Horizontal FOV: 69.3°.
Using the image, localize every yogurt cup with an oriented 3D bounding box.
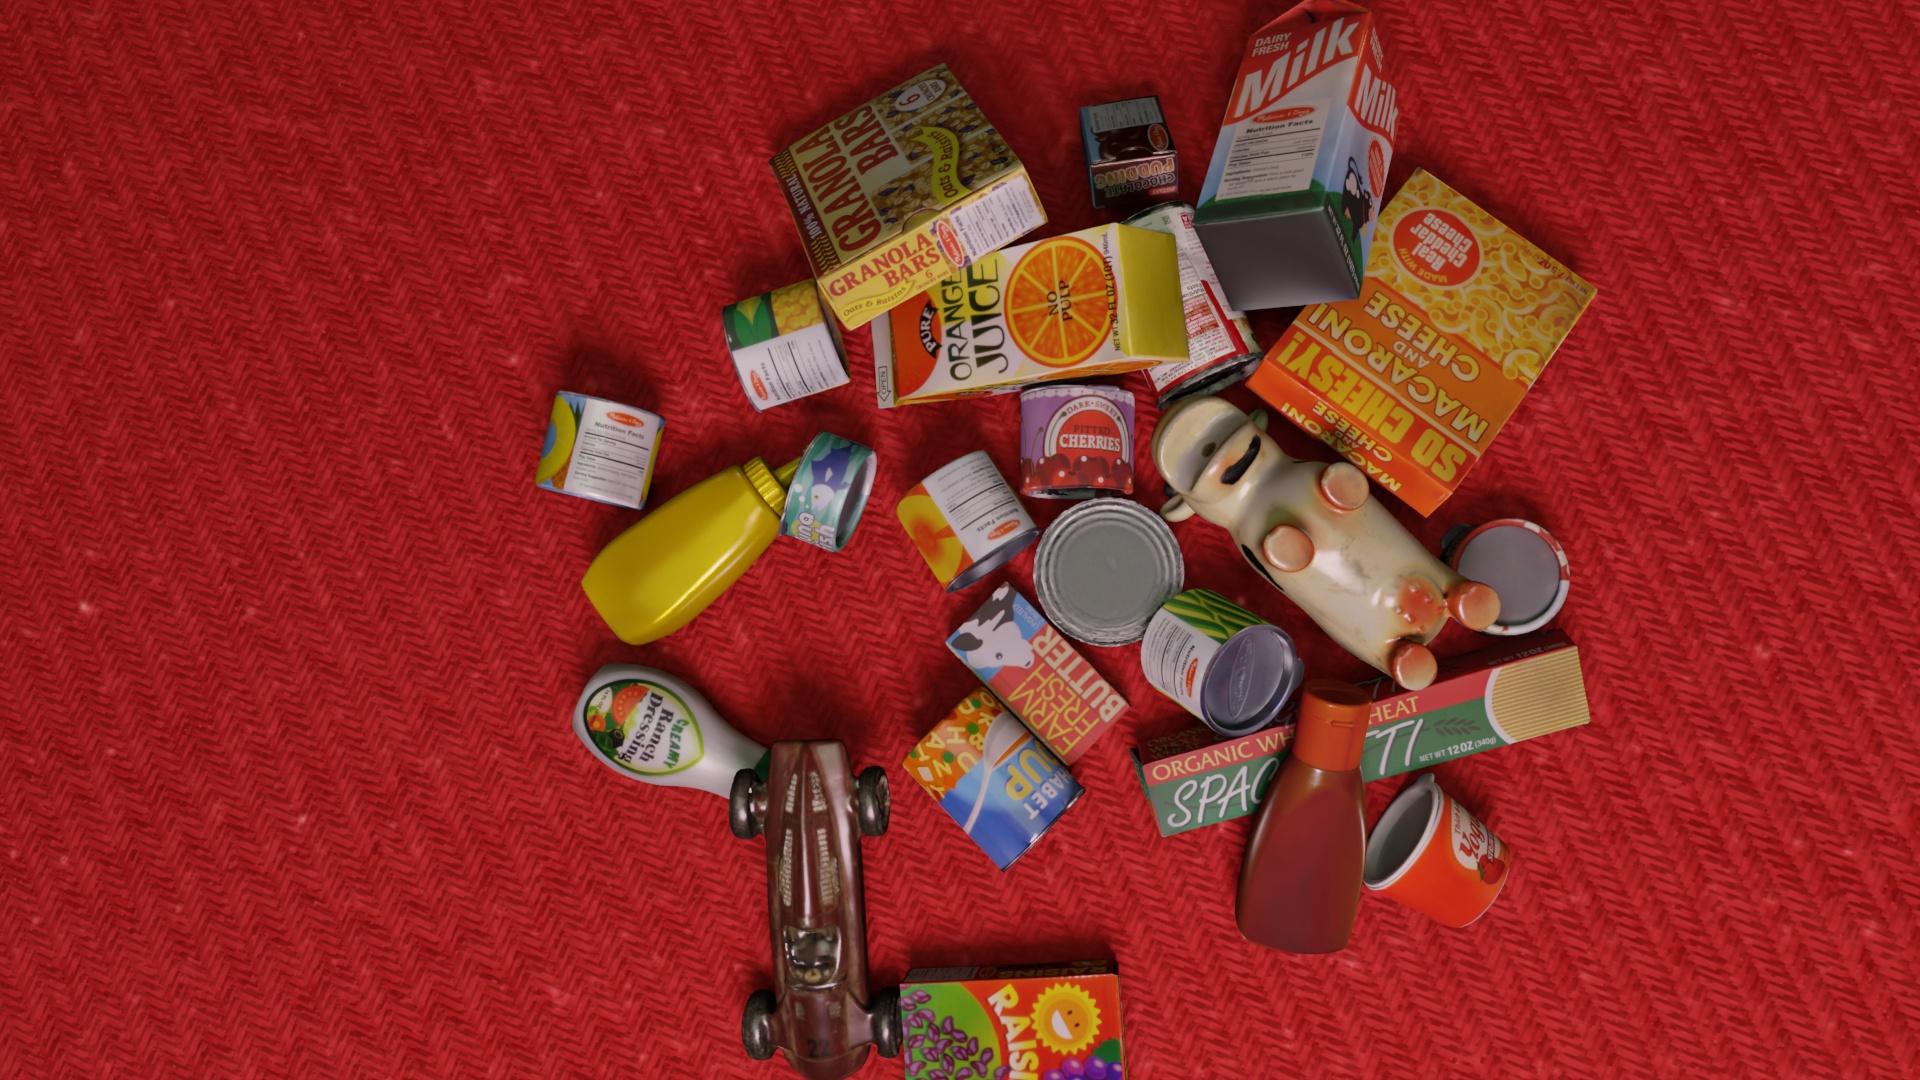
[{"bbox_3d":[0.261,0.174,0.759,0.054,0.072,0.072,33,89,0],"label":"yogurt cup"}]

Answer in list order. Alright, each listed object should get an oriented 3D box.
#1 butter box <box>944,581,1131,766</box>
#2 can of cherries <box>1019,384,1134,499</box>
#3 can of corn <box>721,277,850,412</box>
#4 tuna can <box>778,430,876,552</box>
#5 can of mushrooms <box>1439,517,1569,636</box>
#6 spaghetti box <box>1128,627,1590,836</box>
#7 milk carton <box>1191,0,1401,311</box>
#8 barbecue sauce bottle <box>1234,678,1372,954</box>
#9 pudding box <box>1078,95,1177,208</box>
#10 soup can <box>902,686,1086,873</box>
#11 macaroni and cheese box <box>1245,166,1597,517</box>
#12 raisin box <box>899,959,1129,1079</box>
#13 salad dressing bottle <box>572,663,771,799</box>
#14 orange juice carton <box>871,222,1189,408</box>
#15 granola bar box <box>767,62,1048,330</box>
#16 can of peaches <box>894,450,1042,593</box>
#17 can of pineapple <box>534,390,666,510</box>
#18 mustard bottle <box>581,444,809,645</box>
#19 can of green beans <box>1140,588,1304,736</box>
[{"bbox_3d":[0.045,0.078,0.810,0.103,0.024,0.053,44,91,9],"label":"butter box"},{"bbox_3d":[0.067,-0.055,0.798,0.071,0.071,0.058,1,85,6],"label":"can of cherries"},{"bbox_3d":[-0.103,-0.118,0.826,0.058,0.071,0.071,-17,83,4],"label":"can of corn"},{"bbox_3d":[-0.077,-0.026,0.811,0.033,0.071,0.071,21,87,7],"label":"tuna can"},{"bbox_3d":[0.304,0.019,0.784,0.071,0.033,0.071,-1,85,6],"label":"can of mushrooms"},{"bbox_3d":[0.222,0.108,0.778,0.250,0.029,0.050,-16,106,4],"label":"spaghetti box"},{"bbox_3d":[0.194,-0.224,0.772,0.073,0.072,0.191,0,57,33],"label":"milk carton"},{"bbox_3d":[0.191,0.149,0.751,0.065,0.044,0.148,6,108,0],"label":"barbecue sauce bottle"},{"bbox_3d":[0.097,-0.227,0.809,0.050,0.030,0.084,-7,39,4],"label":"pudding box"},{"bbox_3d":[0.020,0.132,0.785,0.071,0.071,0.084,-45,82,1],"label":"soup can"},{"bbox_3d":[0.257,-0.112,0.774,0.124,0.040,0.167,38,69,9],"label":"macaroni and cheese box"},{"bbox_3d":[0.031,0.286,0.783,0.123,0.040,0.086,-5,83,7],"label":"raisin box"},{"bbox_3d":[-0.153,0.123,0.816,0.148,0.044,0.064,25,88,5],"label":"salad dressing bottle"},{"bbox_3d":[0.025,-0.122,0.783,0.192,0.073,0.071,-6,91,35],"label":"orange juice carton"},{"bbox_3d":[-0.036,-0.201,0.789,0.124,0.039,0.166,-28,40,3],"label":"granola bar box"},{"bbox_3d":[0.003,-0.010,0.804,0.071,0.071,0.058,-34,81,2],"label":"can of peaches"},{"bbox_3d":[-0.216,-0.053,0.832,0.071,0.071,0.058,12,86,7],"label":"can of pineapple"},{"bbox_3d":[-0.146,-0.004,0.826,0.160,0.049,0.065,-37,81,1],"label":"mustard bottle"},{"bbox_3d":[0.143,0.067,0.770,0.071,0.058,0.071,-11,114,-26],"label":"can of green beans"}]
